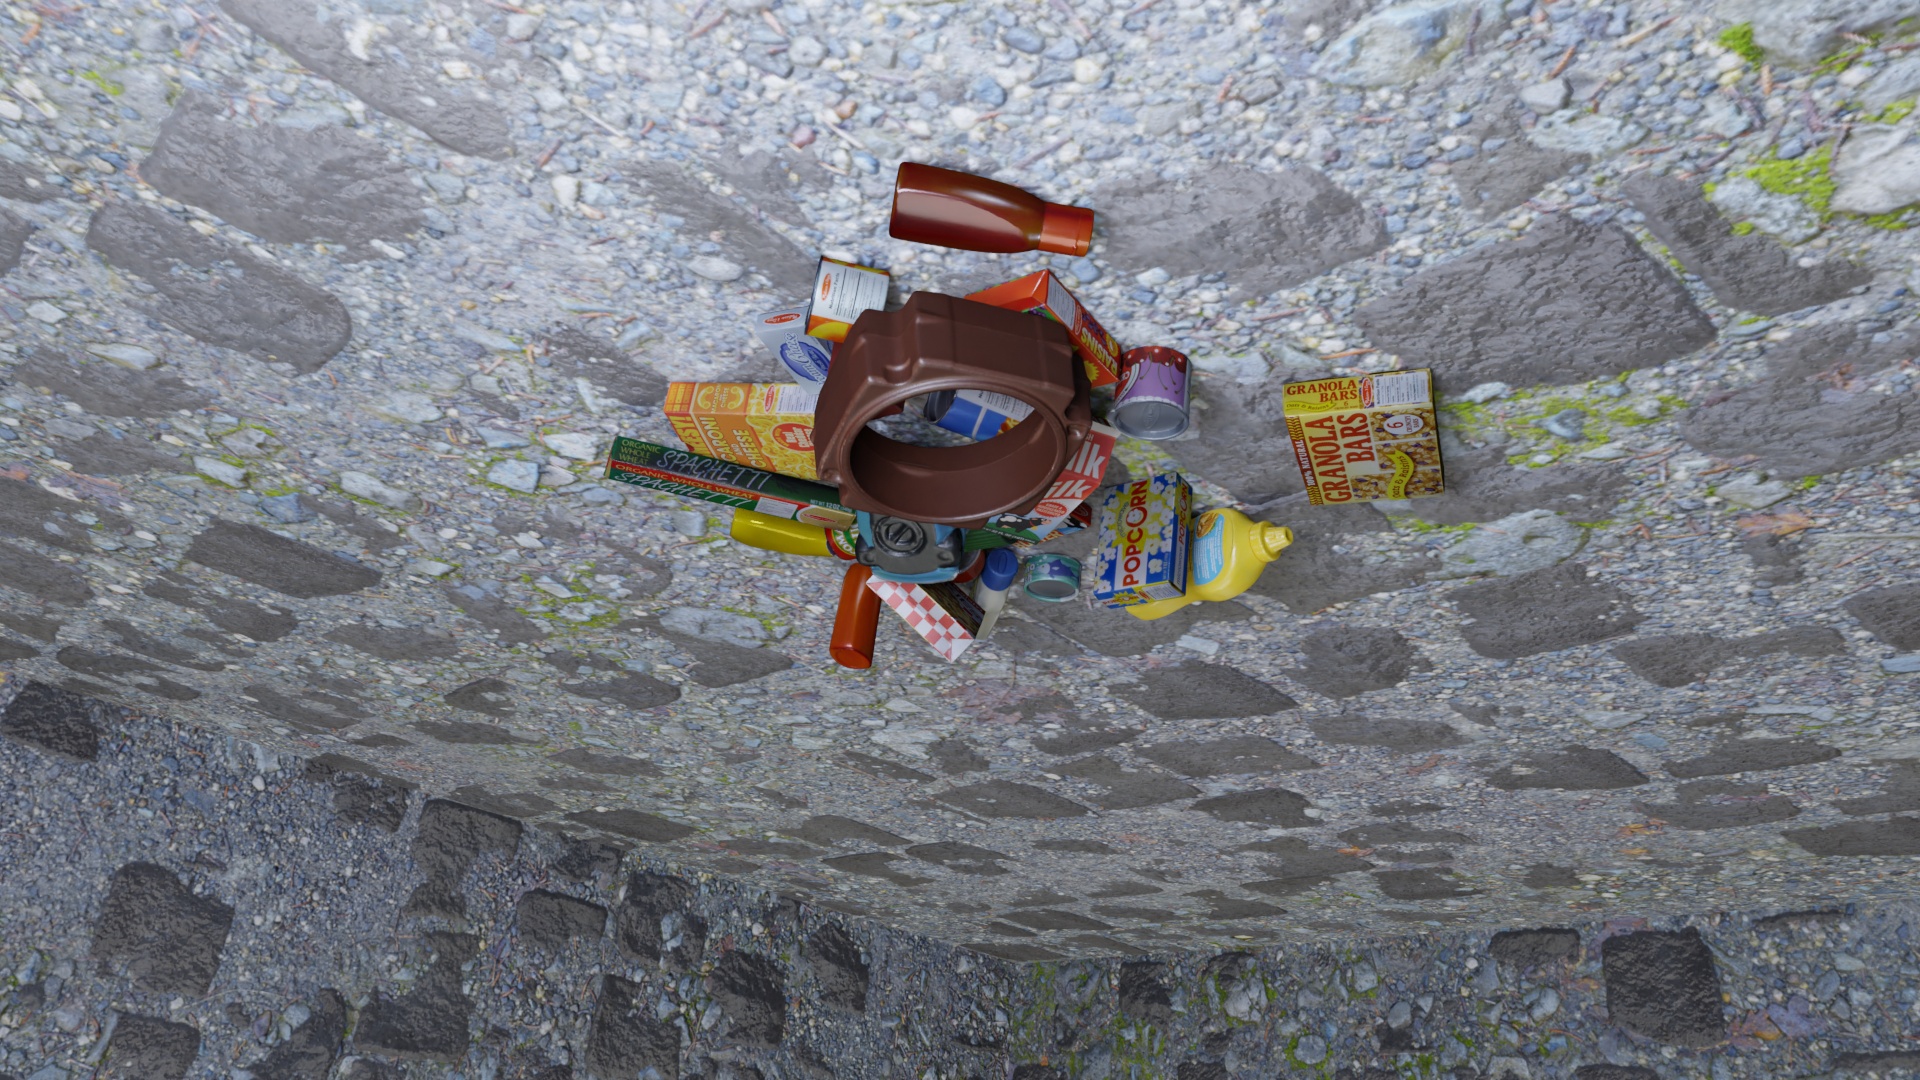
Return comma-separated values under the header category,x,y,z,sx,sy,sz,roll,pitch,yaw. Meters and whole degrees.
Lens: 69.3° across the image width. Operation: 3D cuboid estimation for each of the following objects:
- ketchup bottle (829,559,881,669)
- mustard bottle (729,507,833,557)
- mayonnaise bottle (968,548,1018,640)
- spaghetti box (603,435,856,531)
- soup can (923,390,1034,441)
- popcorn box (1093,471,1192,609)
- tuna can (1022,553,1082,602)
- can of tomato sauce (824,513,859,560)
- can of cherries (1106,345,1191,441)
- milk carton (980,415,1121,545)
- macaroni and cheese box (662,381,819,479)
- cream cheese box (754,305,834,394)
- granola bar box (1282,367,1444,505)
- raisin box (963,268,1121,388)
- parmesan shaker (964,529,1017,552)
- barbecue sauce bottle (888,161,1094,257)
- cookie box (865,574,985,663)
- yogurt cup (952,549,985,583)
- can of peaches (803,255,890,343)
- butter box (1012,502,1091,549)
category,x,y,z,sx,sy,sz,roll,pitch,yaw
ketchup bottle,-0.112,0.066,1.558,0.043,0.149,0.064,-1,151,18
mustard bottle,-0.171,-0.011,1.533,0.160,0.049,0.065,12,153,-11
mayonnaise bottle,0.034,0.059,1.609,0.041,0.065,0.147,13,149,-5
spaghetti box,-0.228,-0.055,1.390,0.250,0.029,0.050,13,156,-14
soup can,0.020,-0.121,1.246,0.084,0.071,0.071,19,151,-23
popcorn box,0.182,0.001,1.379,0.085,0.127,0.038,-13,144,35
tuna can,0.103,0.043,1.587,0.071,0.033,0.070,5,153,3
can of tomato sauce,-0.094,-0.017,1.478,0.083,0.071,0.071,-11,148,31
can of cherries,0.164,-0.128,1.204,0.071,0.058,0.071,6,154,3
milk carton,0.081,-0.071,1.320,0.072,0.074,0.189,16,152,-16
macaroni and cheese box,-0.190,-0.106,1.358,0.166,0.040,0.123,2,153,12
cream cheese box,-0.135,-0.168,1.238,0.053,0.024,0.103,-4,151,24
granola bar box,0.365,-0.090,1.249,0.124,0.039,0.165,-4,151,21
raisin box,0.069,-0.169,1.168,0.086,0.040,0.123,-12,148,33
parmesan shaker,0.005,-0.018,1.448,0.103,0.071,0.071,-9,149,30
barbecue sauce bottle,0.023,-0.240,1.033,0.149,0.044,0.064,9,154,-5
cookie box,-0.035,0.064,1.504,0.123,0.040,0.168,43,-172,-1
yogurt cup,-0.005,0.013,1.525,0.072,0.072,0.054,0,160,15
can of peaches,-0.093,-0.193,1.133,0.058,0.071,0.071,11,153,-9
butter box,0.084,-0.021,1.474,0.103,0.024,0.053,-19,144,41
